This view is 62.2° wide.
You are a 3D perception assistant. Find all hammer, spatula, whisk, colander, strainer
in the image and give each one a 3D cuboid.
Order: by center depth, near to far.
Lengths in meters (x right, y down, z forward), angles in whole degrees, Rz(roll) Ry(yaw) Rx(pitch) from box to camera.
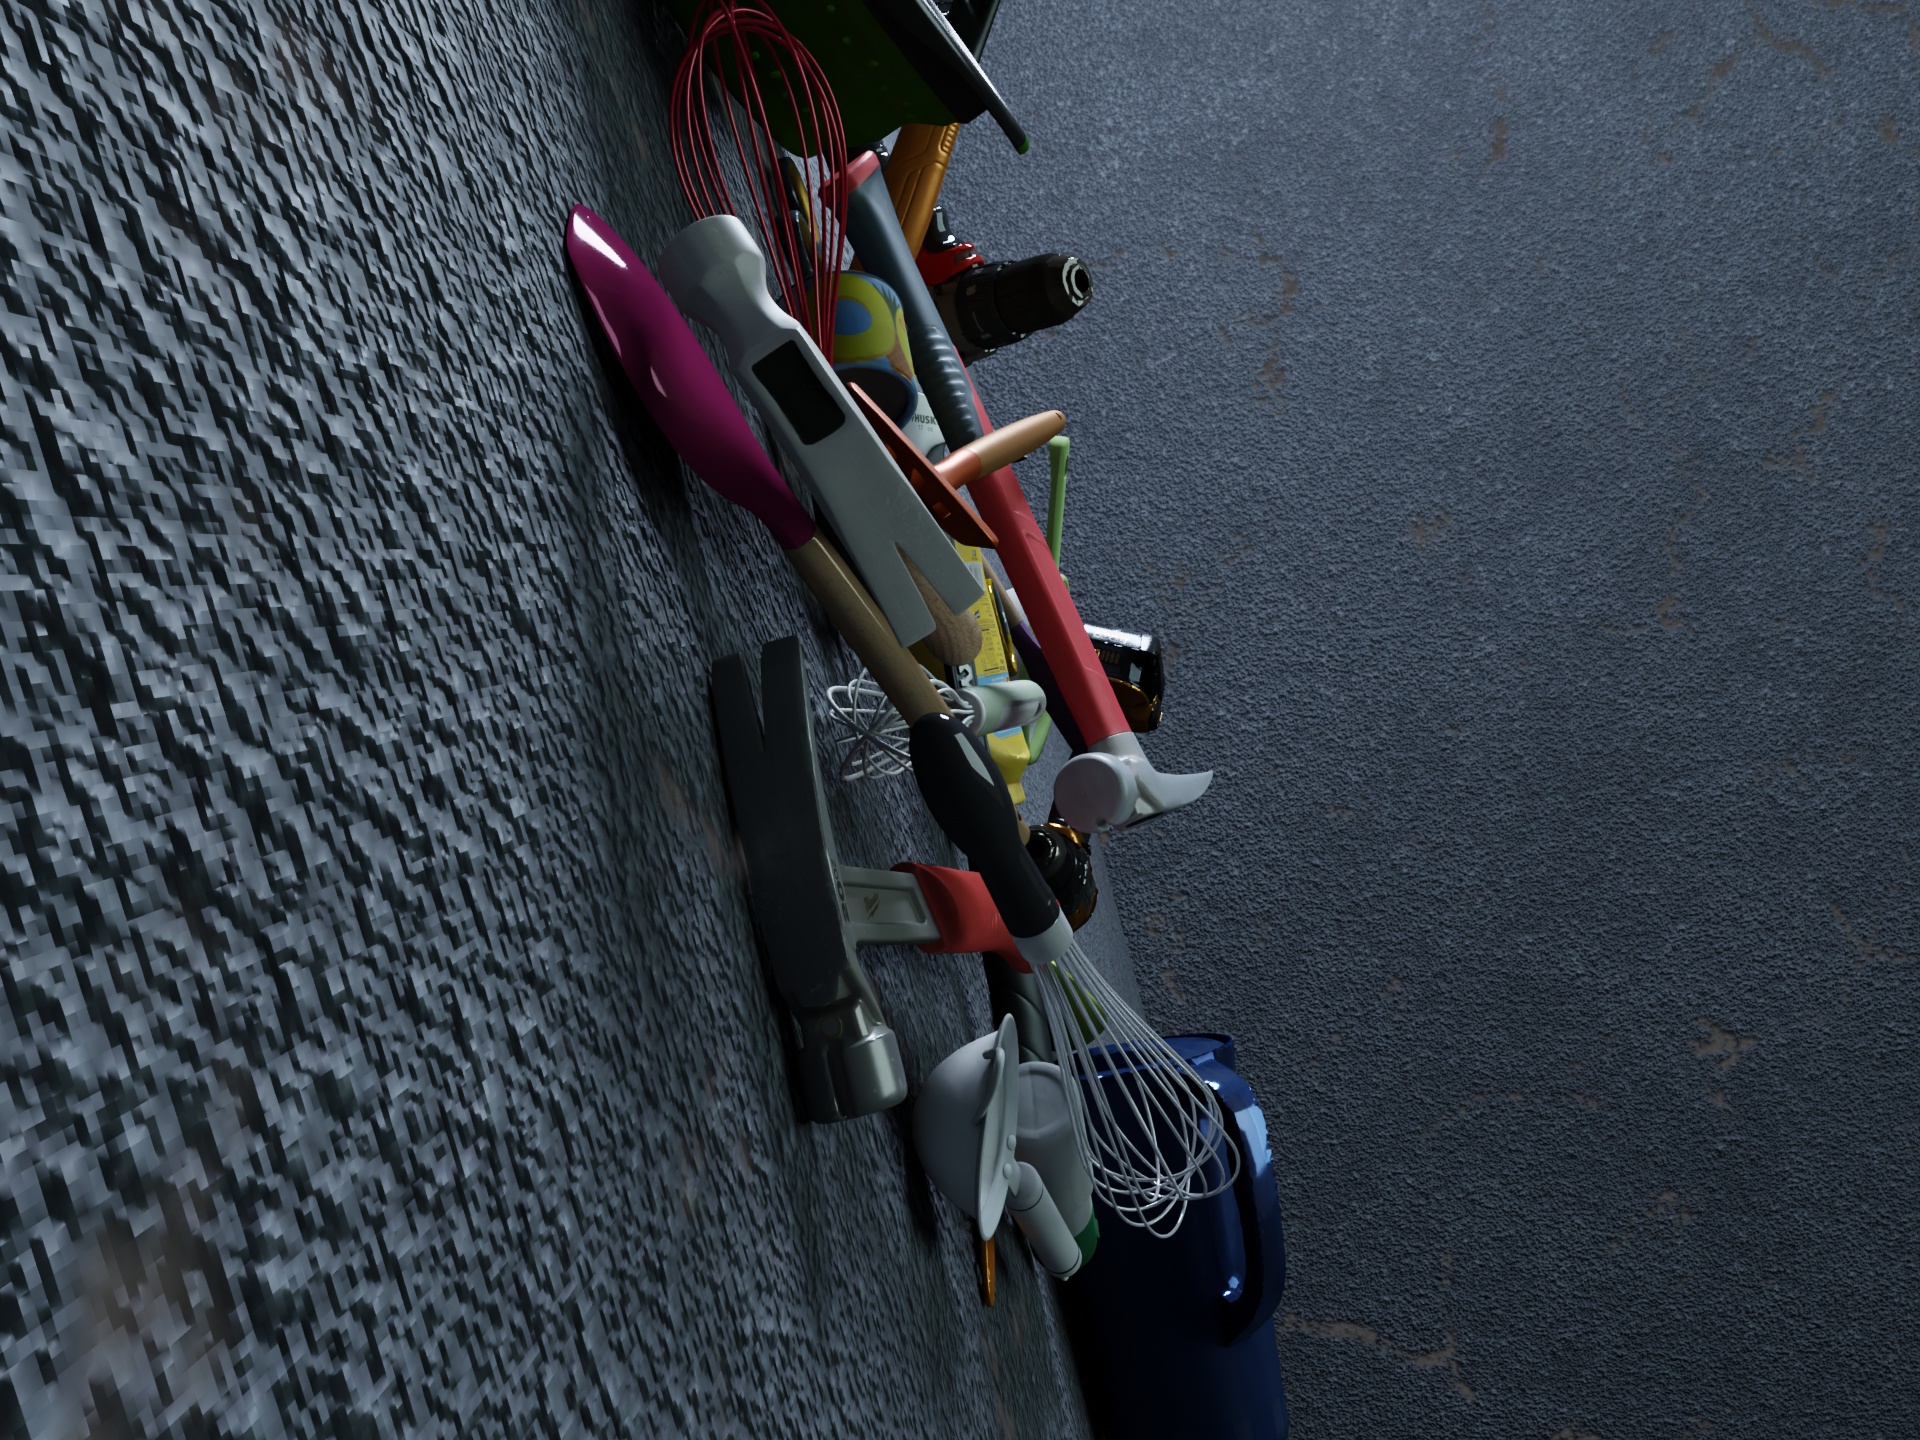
[{"bbox_3d":[-0.025,-0.066,0.616,0.130,0.031,0.331,57,2,12],"label":"hammer"},{"bbox_3d":[0.045,0.107,0.644,0.070,0.070,0.284,-94,160,-58],"label":"whisk"},{"bbox_3d":[-0.010,0.068,0.650,0.359,0.037,0.149,28,48,-75],"label":"hammer"},{"bbox_3d":[-0.113,-0.355,0.661,0.396,0.094,0.205,33,26,-54],"label":"colander"},{"bbox_3d":[0.021,0.197,0.677,0.258,0.050,0.087,68,28,-52],"label":"strainer"},{"bbox_3d":[-0.067,-0.162,0.695,0.073,0.073,0.295,-91,171,-64],"label":"whisk"},{"bbox_3d":[0.015,-0.125,0.722,0.081,0.041,0.323,47,23,-1],"label":"spatula"},{"bbox_3d":[-0.001,-0.002,0.749,0.059,0.058,0.246,35,14,14],"label":"whisk"},{"bbox_3d":[0.022,-0.124,0.837,0.143,0.038,0.386,-2,66,-63],"label":"hammer"},{"bbox_3d":[0.010,0.021,0.865,0.149,0.036,0.409,-5,84,-51],"label":"hammer"},{"bbox_3d":[-0.018,-0.357,0.903,0.034,0.127,0.337,-108,-143,-80],"label":"hammer"},{"bbox_3d":[0.023,-0.085,1.060,0.315,0.018,0.060,55,-28,-13],"label":"spatula"},{"bbox_3d":[0.041,-0.092,1.212,0.151,0.069,0.256,-56,152,-65],"label":"strainer"}]

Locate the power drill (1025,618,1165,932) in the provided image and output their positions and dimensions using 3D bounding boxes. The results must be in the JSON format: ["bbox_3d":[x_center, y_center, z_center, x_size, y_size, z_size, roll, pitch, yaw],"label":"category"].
[{"bbox_3d":[0.088,0.041,1.195,0.185,0.084,0.226,60,46,-71],"label":"power drill"}]

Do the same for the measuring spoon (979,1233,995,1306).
[{"bbox_3d":[0.007,0.210,0.723,0.117,0.011,0.021,-93,171,-45],"label":"measuring spoon"}]

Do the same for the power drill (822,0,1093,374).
[{"bbox_3d":[-0.020,-0.332,0.989,0.080,0.188,0.226,-33,112,-42],"label":"power drill"}]

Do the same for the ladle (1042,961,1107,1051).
[{"bbox_3d":[0.031,0.071,1.031,0.078,0.062,0.321,68,7,-50],"label":"ladle"}]

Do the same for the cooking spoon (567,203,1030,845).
[{"bbox_3d":[-0.046,-0.050,0.577,0.318,0.017,0.069,55,17,-40],"label":"cooking spoon"}]
